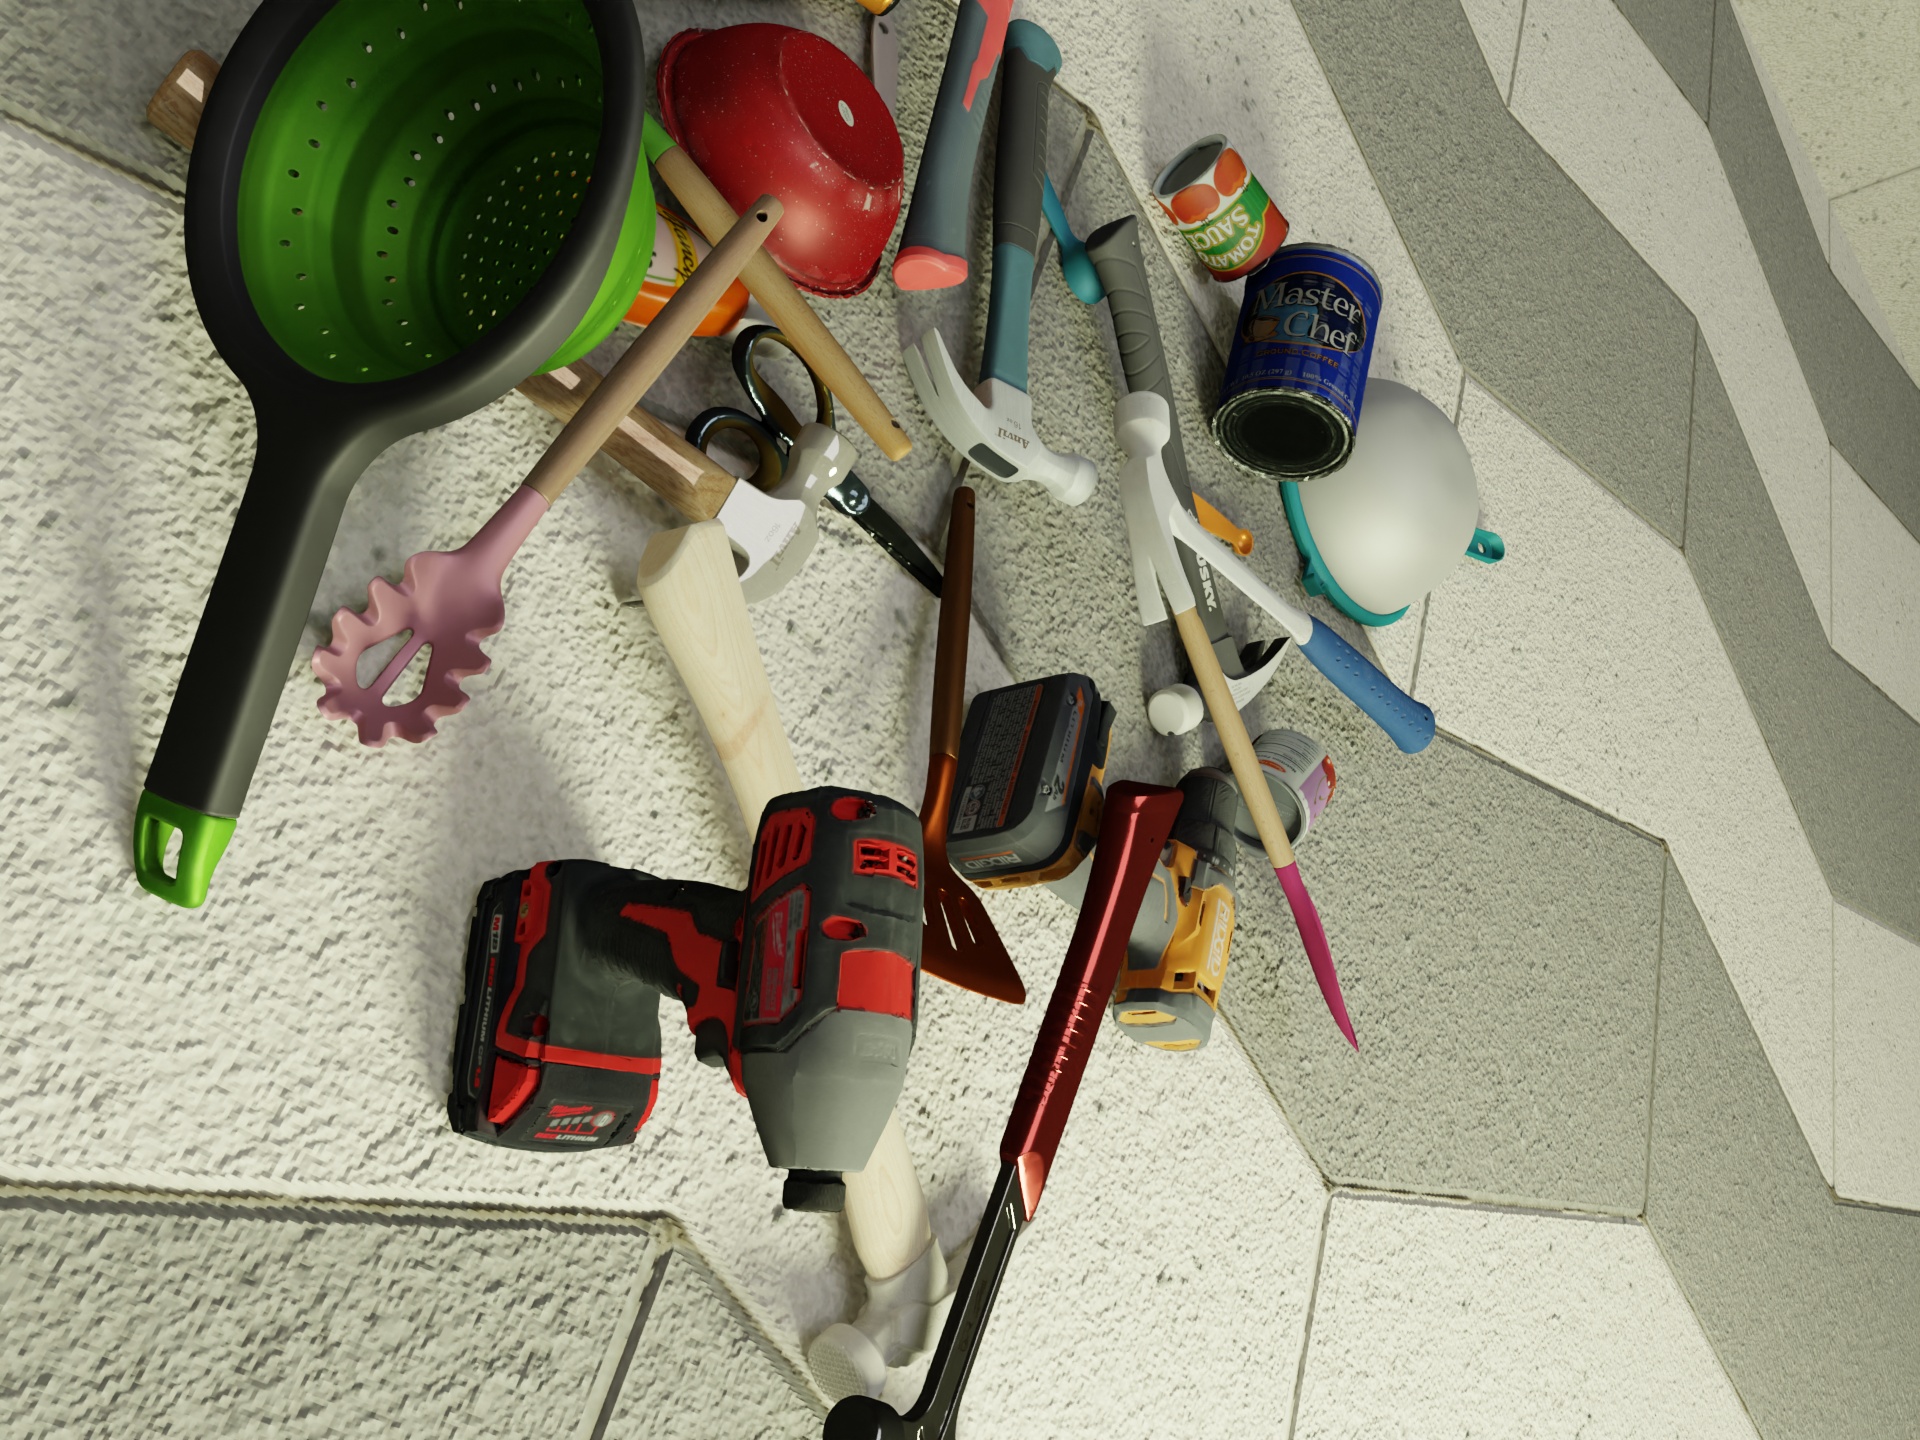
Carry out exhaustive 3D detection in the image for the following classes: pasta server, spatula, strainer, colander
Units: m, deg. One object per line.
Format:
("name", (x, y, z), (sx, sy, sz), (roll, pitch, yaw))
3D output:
("pasta server", (-0.165, -0.118, 0.683), (0.060, 0.040, 0.316), (39, 69, -17))
("spatula", (-0.001, -0.003, 0.835), (0.081, 0.041, 0.323), (26, 51, -29))
("strainer", (0.391, -0.179, 1.300), (0.340, 0.095, 0.211), (9, 73, -44))
("colander", (-0.210, -0.120, 0.605), (0.094, 0.204, 0.397), (22, 86, -66))

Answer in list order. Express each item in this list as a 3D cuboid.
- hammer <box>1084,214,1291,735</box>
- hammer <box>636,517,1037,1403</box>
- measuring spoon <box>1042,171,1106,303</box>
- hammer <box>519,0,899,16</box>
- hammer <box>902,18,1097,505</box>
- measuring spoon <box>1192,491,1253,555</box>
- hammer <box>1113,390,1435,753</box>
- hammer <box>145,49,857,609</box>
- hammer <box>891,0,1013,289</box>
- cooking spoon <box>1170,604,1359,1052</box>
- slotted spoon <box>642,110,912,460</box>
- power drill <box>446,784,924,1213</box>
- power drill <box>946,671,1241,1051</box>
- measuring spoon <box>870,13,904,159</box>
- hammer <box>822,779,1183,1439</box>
("hammer", (0.142, -0.167, 1.059), (0.146, 0.035, 0.334), (-22, 101, -47))
("hammer", (-0.063, 0.104, 0.756), (0.146, 0.038, 0.410), (-26, 104, -48))
("measuring spoon", (0.069, -0.339, 1.054), (0.042, 0.021, 0.128), (-40, 107, -45))
("hammer", (-0.139, -0.409, 0.823), (0.337, 0.034, 0.127), (-26, 84, -53))
("hammer", (0.035, -0.299, 0.988), (0.128, 0.033, 0.331), (19, 63, -31))
("measuring spoon", (0.166, -0.145, 1.117), (0.116, 0.011, 0.021), (25, 74, -37))
("hammer", (0.223, -0.061, 1.065), (0.405, 0.035, 0.144), (31, 49, -45))
("hammer", (-0.197, -0.162, 0.702), (0.331, 0.031, 0.130), (37, 71, -30))
("hammer", (0.002, -0.424, 0.953), (0.143, 0.038, 0.387), (36, 55, -42))
("cooking spoon", (0.198, 0.068, 1.019), (0.069, 0.017, 0.319), (-57, 125, -75))
("slotted spoon", (-0.126, -0.250, 0.765), (0.314, 0.031, 0.070), (51, 35, -3))
("power drill", (-0.102, 0.111, 0.604), (0.078, 0.220, 0.143), (19, 66, -42))
("power drill", (0.093, 0.064, 0.933), (0.226, 0.084, 0.185), (45, 48, -35))
("measuring spoon", (-0.050, -0.375, 0.948), (0.034, 0.018, 0.124), (23, 57, -41))
("hammer", (0.044, 0.198, 0.789), (0.149, 0.037, 0.359), (43, 62, -48))
